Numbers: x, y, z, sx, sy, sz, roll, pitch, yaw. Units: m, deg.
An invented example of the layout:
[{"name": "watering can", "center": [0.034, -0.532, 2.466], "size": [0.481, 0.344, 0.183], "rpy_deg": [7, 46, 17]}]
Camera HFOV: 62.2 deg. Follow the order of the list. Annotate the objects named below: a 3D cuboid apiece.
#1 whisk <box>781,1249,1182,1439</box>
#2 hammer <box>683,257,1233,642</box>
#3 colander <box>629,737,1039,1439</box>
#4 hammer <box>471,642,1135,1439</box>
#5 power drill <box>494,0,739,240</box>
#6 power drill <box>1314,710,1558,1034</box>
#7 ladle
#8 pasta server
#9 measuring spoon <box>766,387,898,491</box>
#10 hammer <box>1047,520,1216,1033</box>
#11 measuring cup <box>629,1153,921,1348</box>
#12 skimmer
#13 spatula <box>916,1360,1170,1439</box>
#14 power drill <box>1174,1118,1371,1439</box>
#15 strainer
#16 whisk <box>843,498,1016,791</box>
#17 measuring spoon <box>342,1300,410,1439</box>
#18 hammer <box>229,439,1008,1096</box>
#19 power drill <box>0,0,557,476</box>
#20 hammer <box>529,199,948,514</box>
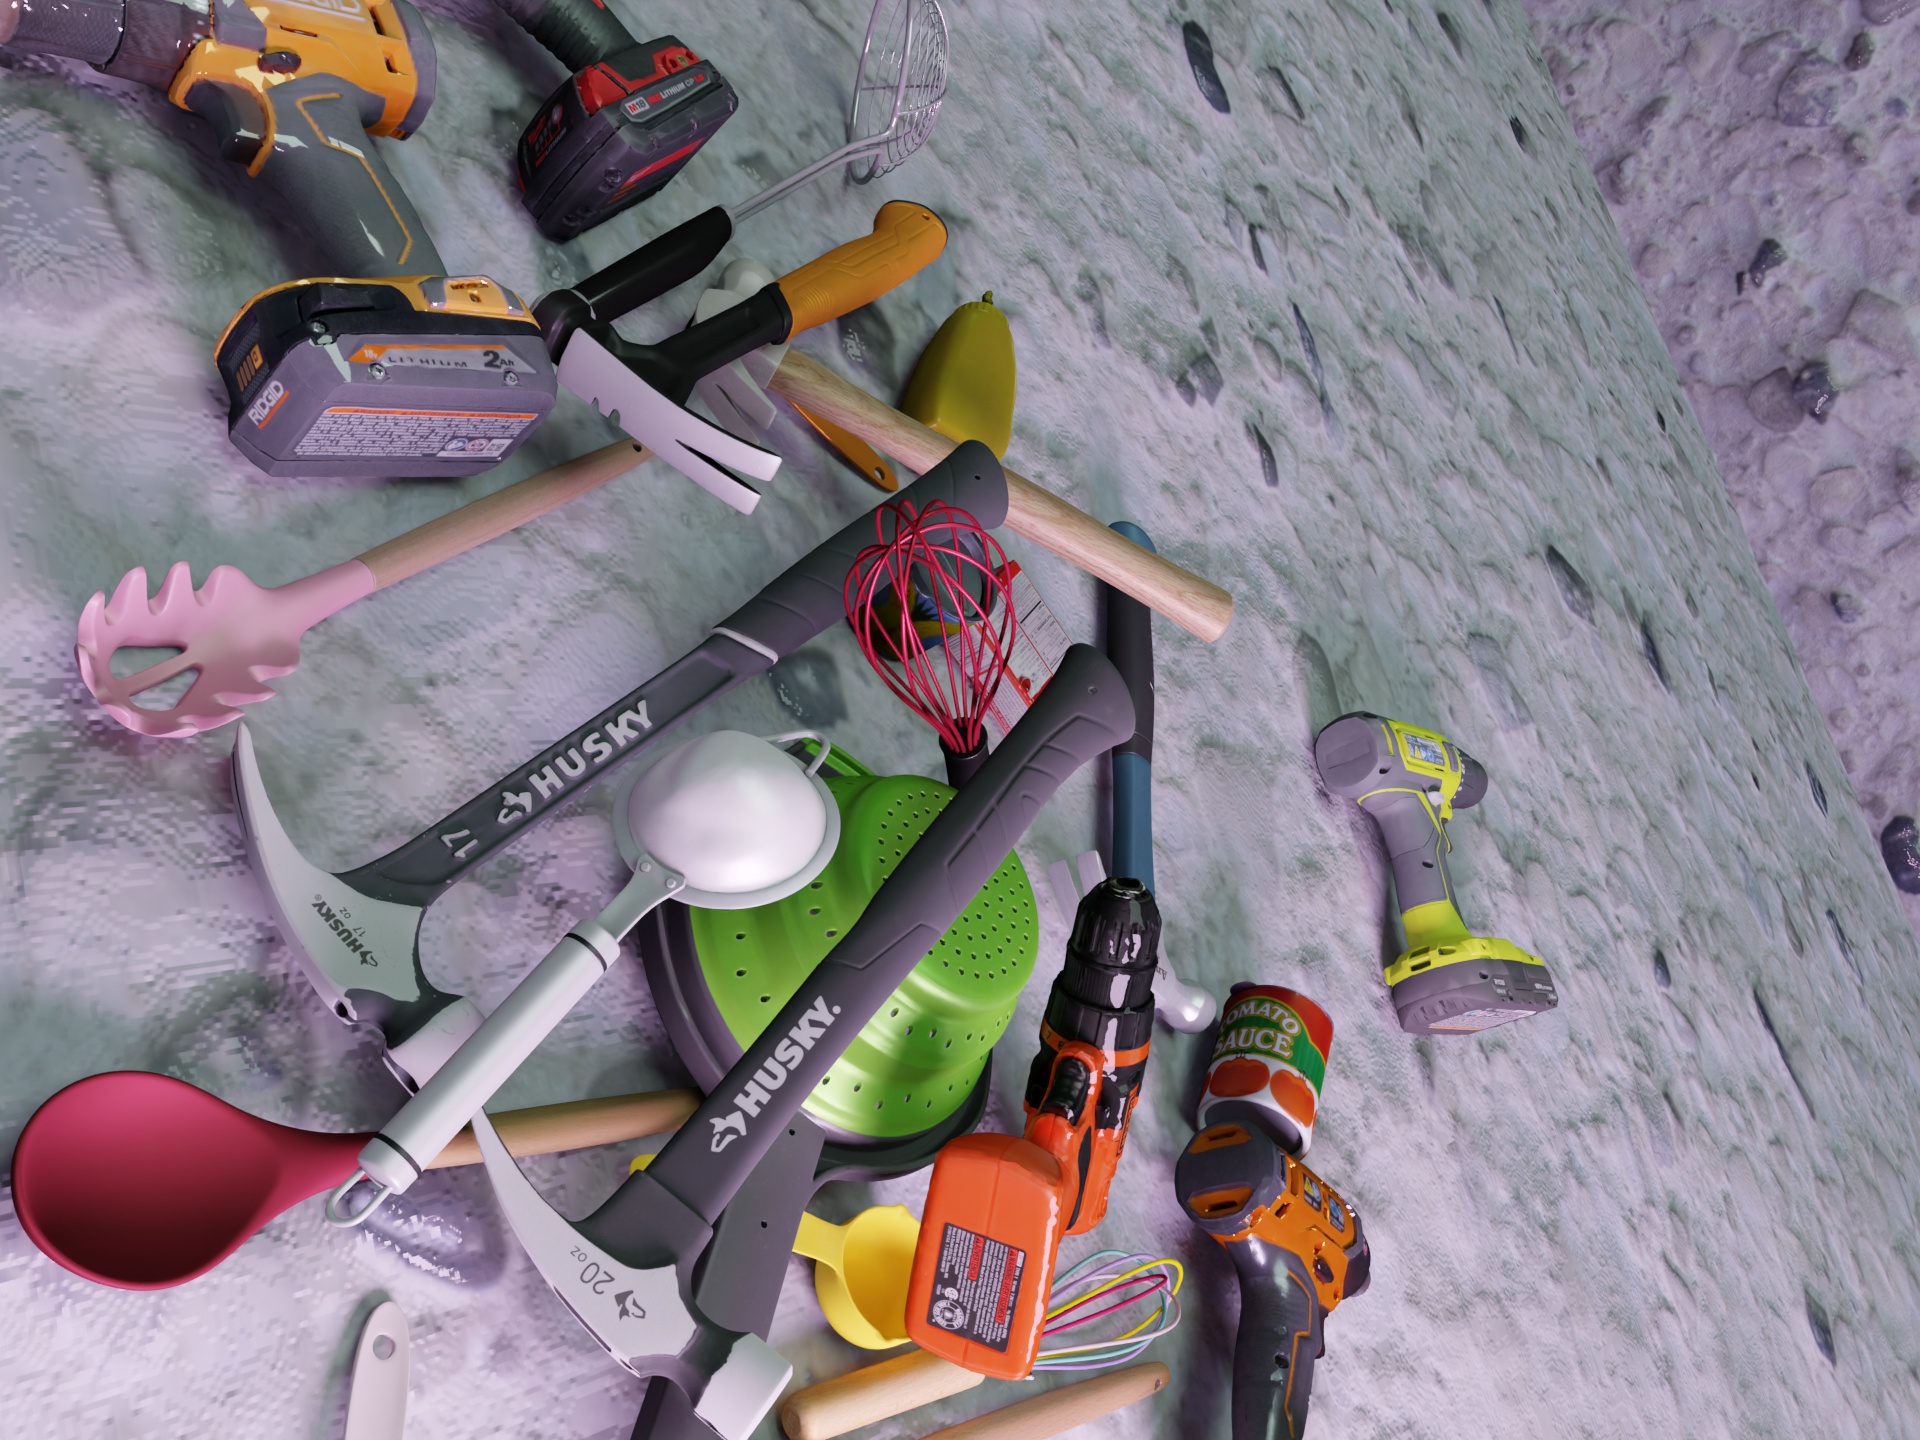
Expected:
[{"name": "whisk", "center": [0.021, 0.281, 0.722], "size": [0.244, 0.047, 0.051], "rpy_deg": [3, 56, -44]}, {"name": "hammer", "center": [0.003, -0.131, 0.850], "size": [0.331, 0.031, 0.130], "rpy_deg": [28, 38, -11]}, {"name": "colander", "center": [-0.047, 0.144, 0.646], "size": [0.204, 0.094, 0.397], "rpy_deg": [40, 38, -21]}, {"name": "hammer", "center": [-0.037, 0.086, 0.611], "size": [0.146, 0.035, 0.335], "rpy_deg": [36, 61, 8]}, {"name": "power drill", "center": [-0.226, -0.356, 0.781], "size": [0.219, 0.078, 0.143], "rpy_deg": [50, 40, -12]}, {"name": "power drill", "center": [0.357, 0.110, 1.174], "size": [0.190, 0.080, 0.229], "rpy_deg": [13, 57, -44]}, {"name": "ladle", "center": [-0.179, 0.152, 0.582], "size": [0.315, 0.031, 0.069], "rpy_deg": [7, 58, -49]}, {"name": "pasta server", "center": [-0.221, -0.071, 0.651], "size": [0.060, 0.040, 0.316], "rpy_deg": [58, 37, -8]}, {"name": "measuring spoon", "center": [-0.077, -0.164, 0.892], "size": [0.116, 0.011, 0.021], "rpy_deg": [38, 43, -33]}, {"name": "hammer", "center": [0.105, 0.016, 0.971], "size": [0.128, 0.033, 0.331], "rpy_deg": [36, 44, -39]}, {"name": "measuring cup", "center": [-0.075, 0.218, 0.666], "size": [0.156, 0.029, 0.062], "rpy_deg": [31, 42, -23]}, {"name": "skimmer", "center": [-0.116, -0.315, 0.883], "size": [0.090, 0.127, 0.363], "rpy_deg": [39, 52, 6]}, {"name": "spatula", "center": [0.006, 0.319, 0.682], "size": [0.317, 0.044, 0.082], "rpy_deg": [8, 94, -49]}, {"name": "power drill", "center": [0.177, 0.344, 0.830], "size": [0.164, 0.084, 0.227], "rpy_deg": [43, 38, -36]}, {"name": "strainer", "center": [-0.124, 0.074, 0.562], "size": [0.087, 0.050, 0.258], "rpy_deg": [28, 55, 17]}, {"name": "whisk", "center": [-0.001, -0.002, 0.734], "size": [0.295, 0.073, 0.073], "rpy_deg": [77, 13, -58]}, {"name": "measuring spoon", "center": [-0.197, 0.254, 0.517], "size": [0.034, 0.018, 0.124], "rpy_deg": [27, 44, -36]}, {"name": "hammer", "center": [-0.110, -0.025, 0.675], "size": [0.149, 0.036, 0.409], "rpy_deg": [49, 51, 0]}, {"name": "power drill", "center": [-0.277, -0.213, 0.638], "size": [0.185, 0.084, 0.226], "rpy_deg": [-10, 73, -50]}, {"name": "hammer", "center": [-0.078, -0.210, 0.815], "size": [0.127, 0.034, 0.337], "rpy_deg": [37, 36, 1]}]
